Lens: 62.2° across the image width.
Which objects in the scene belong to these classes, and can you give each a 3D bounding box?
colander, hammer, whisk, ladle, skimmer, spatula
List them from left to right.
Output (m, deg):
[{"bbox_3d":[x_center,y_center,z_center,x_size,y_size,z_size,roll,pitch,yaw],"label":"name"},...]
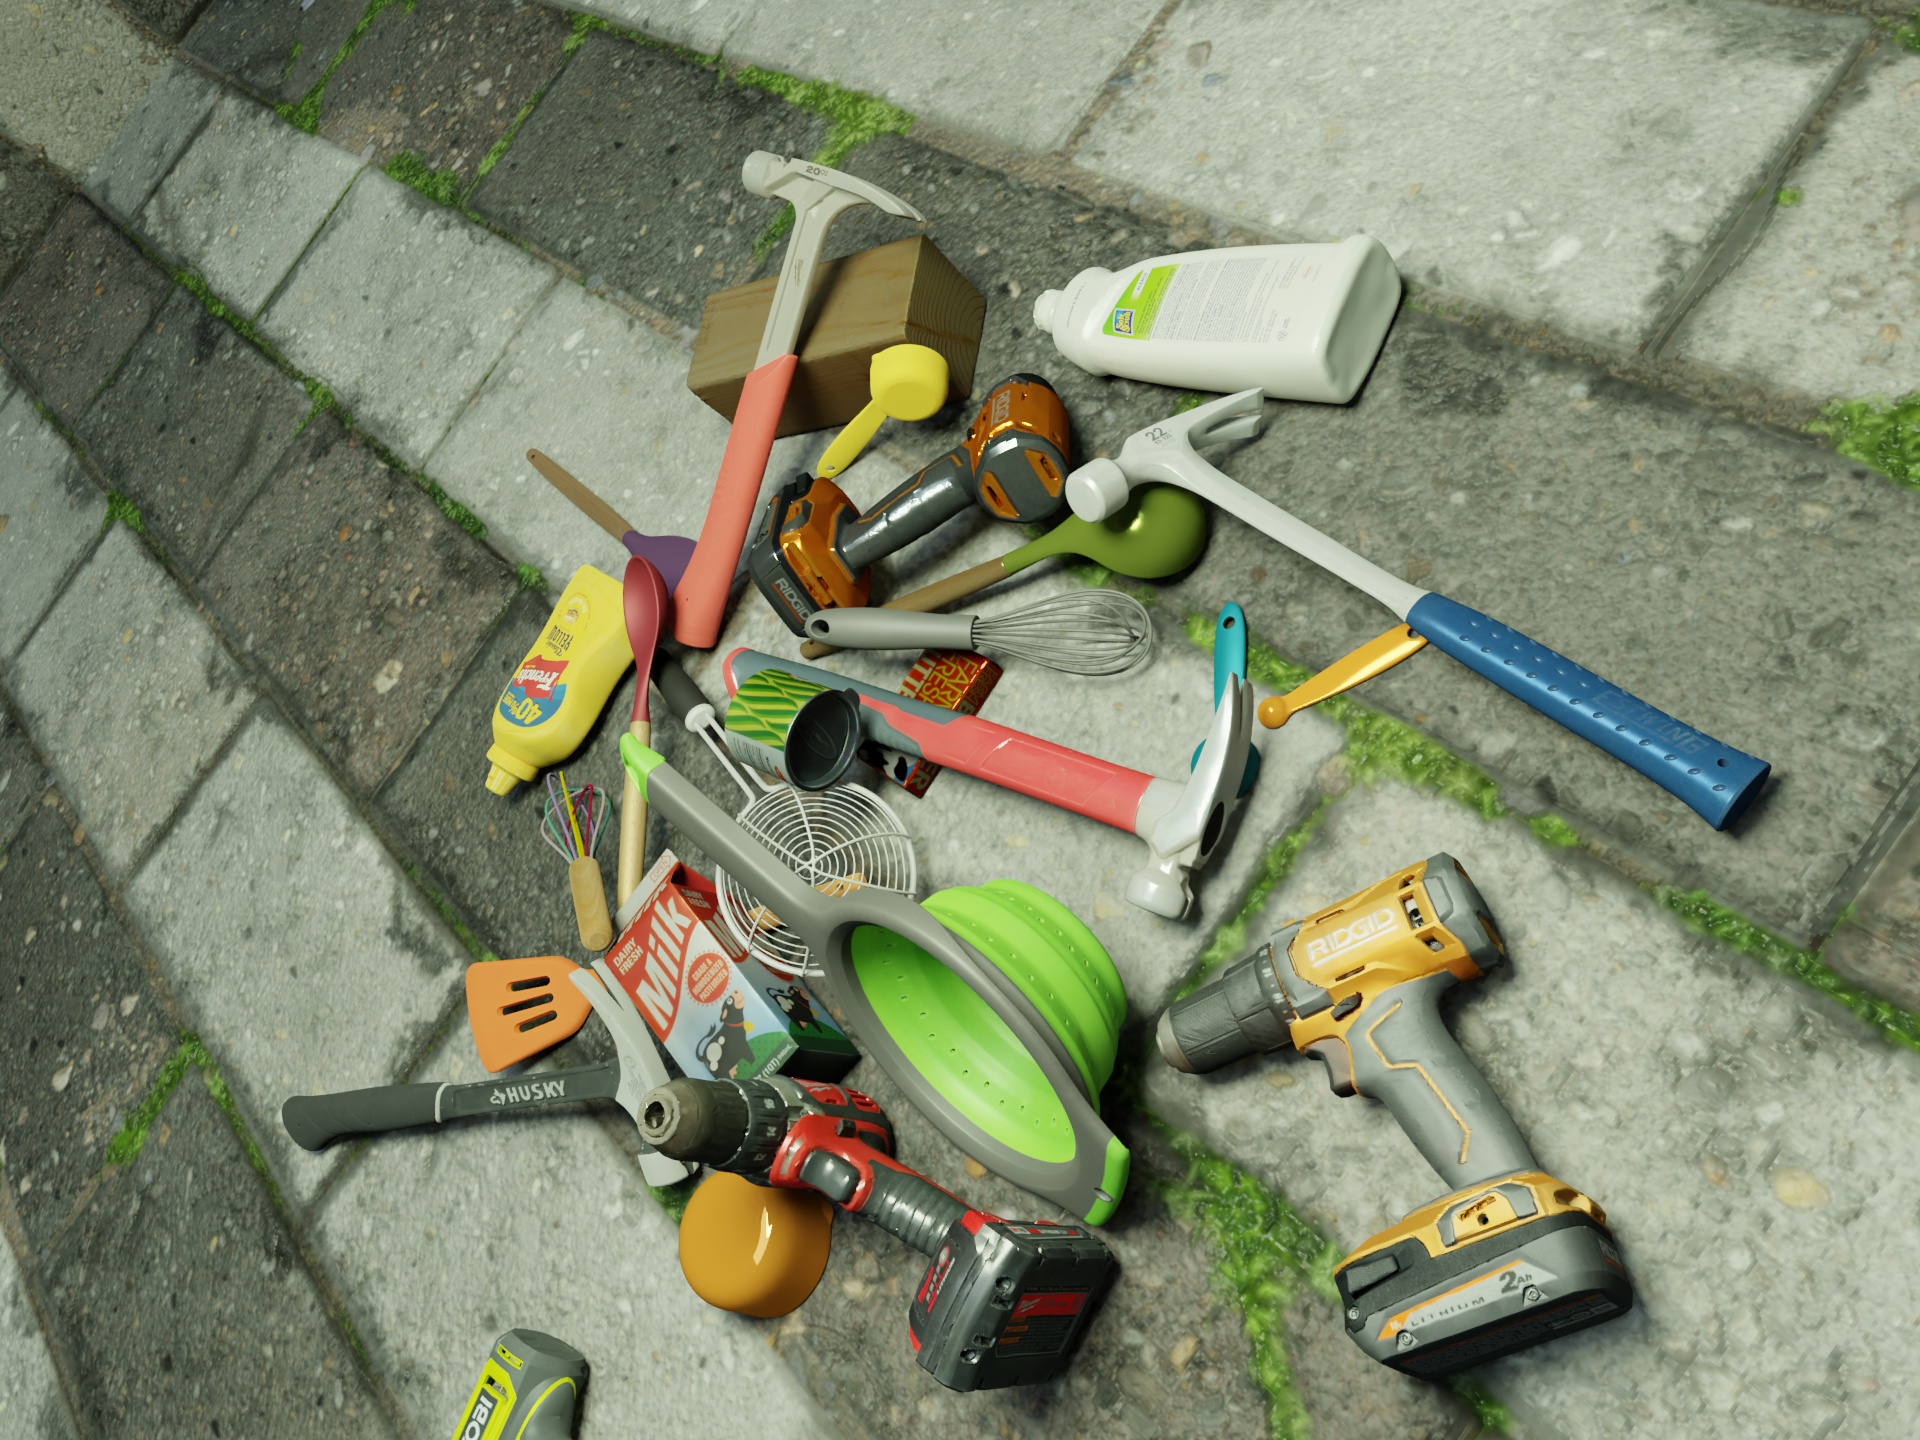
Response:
[{"bbox_3d":[-0.356,0.264,1.125,0.409,0.036,0.149,-15,95,34],"label":"hammer"},{"bbox_3d":[-0.265,0.099,1.124,0.245,0.051,0.047,-129,55,-62],"label":"whisk"},{"bbox_3d":[-0.288,-0.165,1.331,0.316,0.018,0.060,37,91,39],"label":"spatula"},{"bbox_3d":[-0.232,0.026,1.141,0.069,0.031,0.316,-38,48,54],"label":"ladle"},{"bbox_3d":[-0.205,0.162,1.098,0.322,0.041,0.081,-23,73,22],"label":"spatula"},{"bbox_3d":[-0.149,0.044,1.110,0.127,0.090,0.364,-36,36,-9],"label":"skimmer"},{"bbox_3d":[-0.140,-0.219,1.155,0.149,0.036,0.359,28,109,27],"label":"hammer"},{"bbox_3d":[-0.036,0.110,0.910,0.397,0.204,0.094,38,59,22],"label":"colander"},{"bbox_3d":[-0.002,-0.003,1.003,0.387,0.038,0.143,18,87,36],"label":"hammer"},{"bbox_3d":[0.008,-0.060,1.024,0.239,0.055,0.055,2,69,20],"label":"whisk"},{"bbox_3d":[0.019,-0.090,1.075,0.320,0.062,0.078,-20,50,34],"label":"ladle"},{"bbox_3d":[0.248,-0.071,0.874,0.144,0.035,0.406,-34,52,-25],"label":"hammer"}]

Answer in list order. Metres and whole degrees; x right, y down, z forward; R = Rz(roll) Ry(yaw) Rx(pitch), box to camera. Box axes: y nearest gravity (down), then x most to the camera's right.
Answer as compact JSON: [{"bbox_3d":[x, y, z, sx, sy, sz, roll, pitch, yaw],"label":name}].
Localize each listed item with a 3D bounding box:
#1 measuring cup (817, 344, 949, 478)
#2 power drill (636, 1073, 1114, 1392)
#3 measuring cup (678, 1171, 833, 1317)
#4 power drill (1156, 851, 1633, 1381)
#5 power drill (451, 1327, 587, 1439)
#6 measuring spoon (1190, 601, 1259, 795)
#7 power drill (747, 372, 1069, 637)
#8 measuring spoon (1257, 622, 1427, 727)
[{"bbox_3d":[-0.063,-0.214,1.163,0.156,0.062,0.029,-40,40,43],"label":"measuring cup"},{"bbox_3d":[-0.052,0.258,0.852,0.227,0.187,0.080,25,88,36],"label":"power drill"},{"bbox_3d":[-0.141,0.280,0.986,0.095,0.052,0.174,-33,55,17],"label":"measuring cup"},{"bbox_3d":[0.200,0.196,0.778,0.185,0.084,0.226,-29,50,20],"label":"power drill"},{"bbox_3d":[-0.234,0.487,0.937,0.223,0.080,0.171,13,75,42],"label":"power drill"},{"bbox_3d":[0.155,-0.016,0.947,0.042,0.021,0.129,-10,63,34],"label":"measuring spoon"},{"bbox_3d":[-0.027,-0.160,1.097,0.226,0.084,0.164,-25,28,20],"label":"power drill"},{"bbox_3d":[0.221,-0.030,0.915,0.117,0.011,0.021,-31,54,19],"label":"measuring spoon"}]
